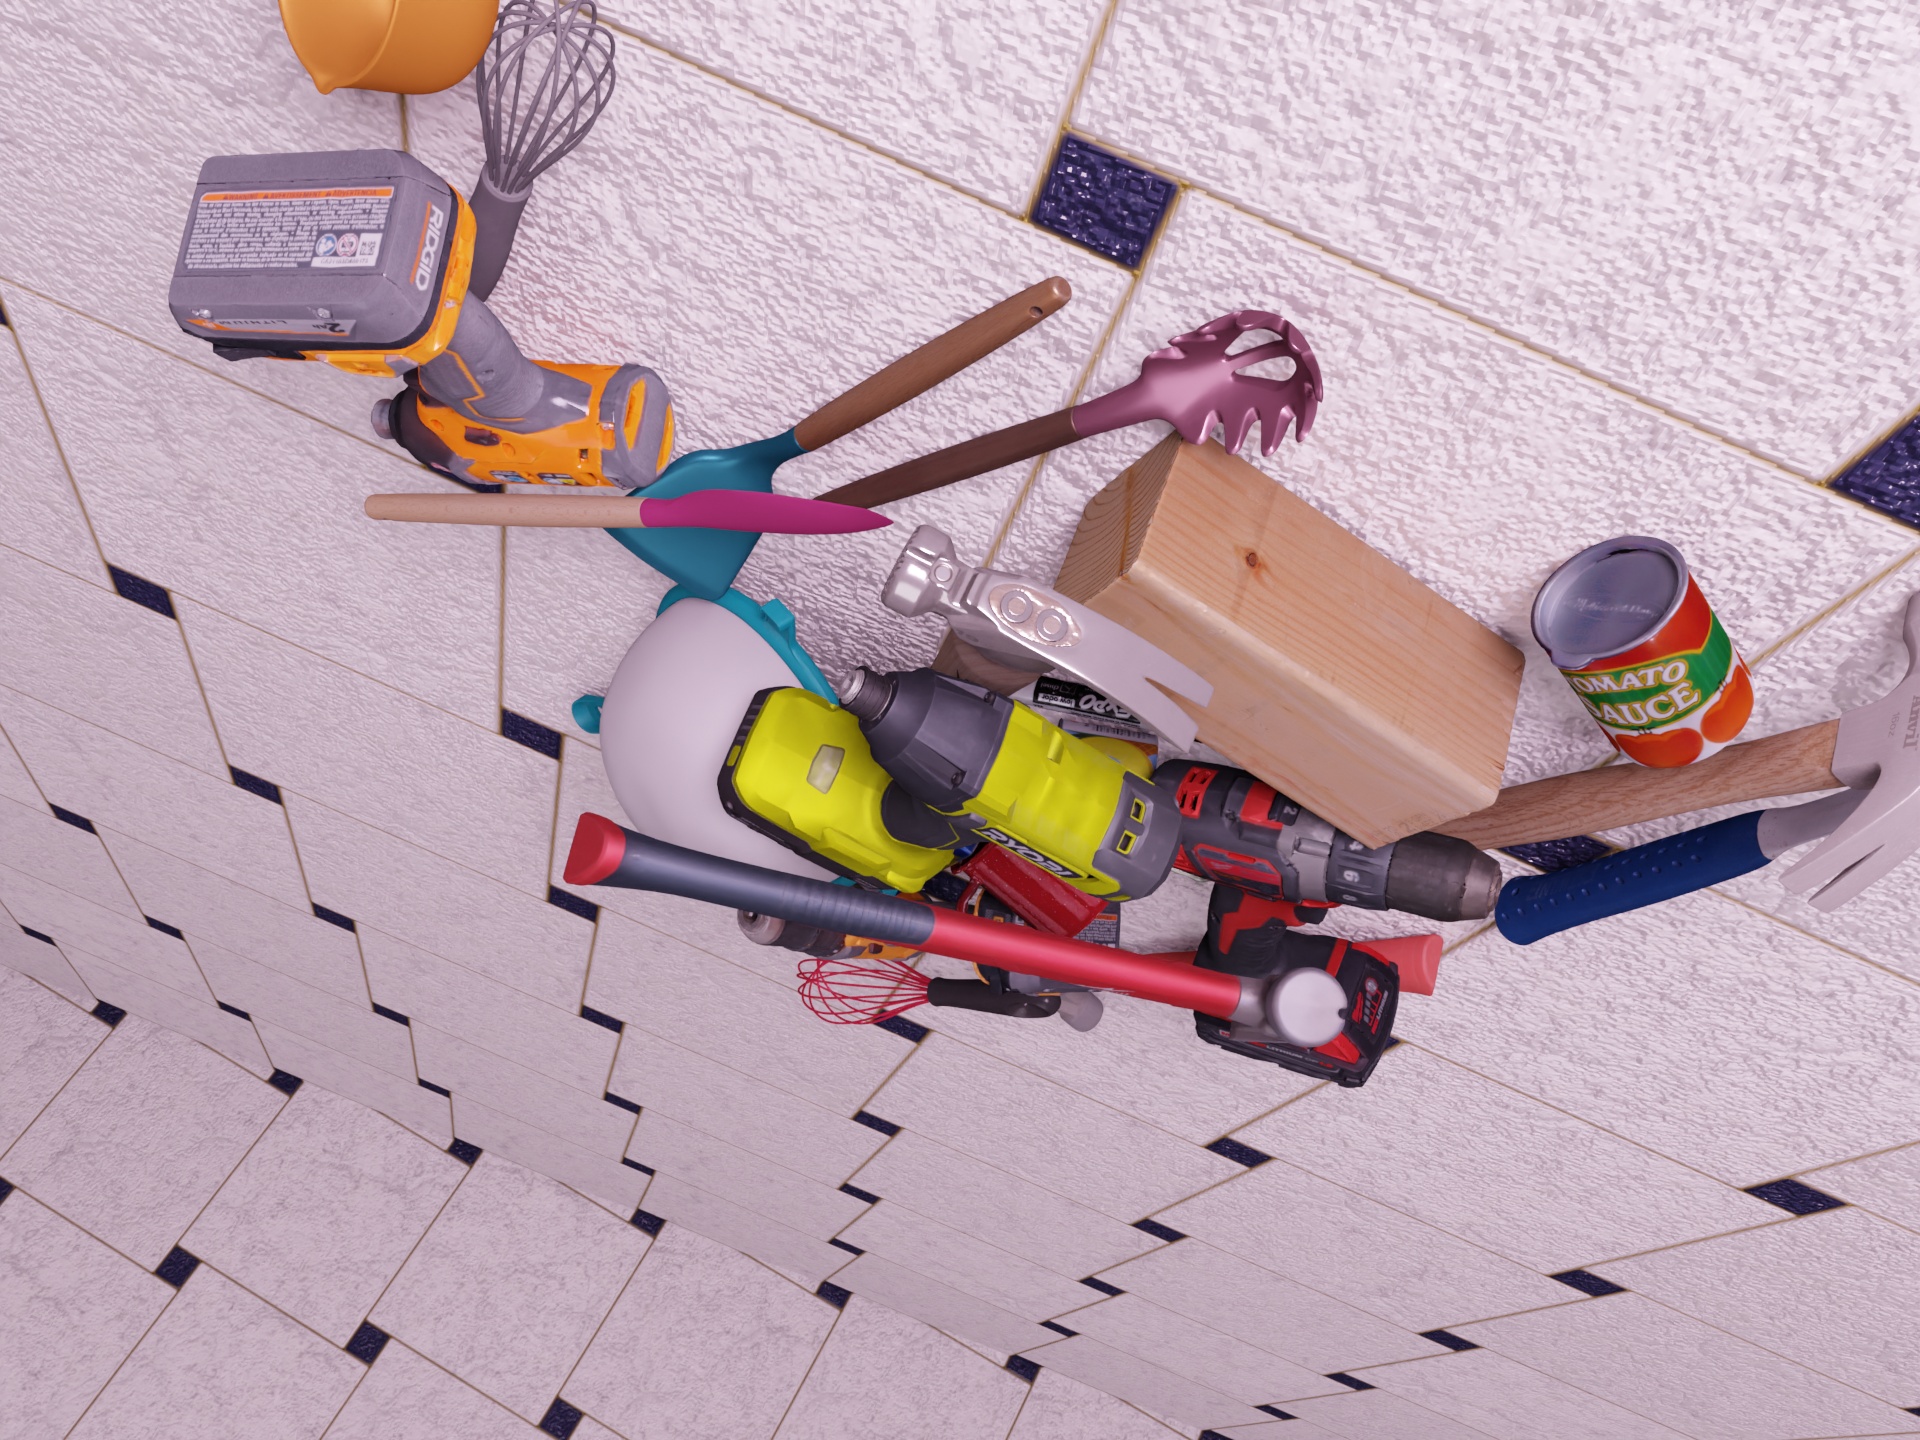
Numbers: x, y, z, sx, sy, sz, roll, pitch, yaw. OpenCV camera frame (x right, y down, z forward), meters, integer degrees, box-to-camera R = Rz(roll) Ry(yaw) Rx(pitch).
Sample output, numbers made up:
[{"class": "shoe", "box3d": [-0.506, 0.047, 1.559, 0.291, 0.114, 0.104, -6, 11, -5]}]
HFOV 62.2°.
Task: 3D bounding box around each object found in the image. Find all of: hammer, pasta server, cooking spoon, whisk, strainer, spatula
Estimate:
[{"class": "hammer", "box3d": [-0.009, 0.110, 0.820, 0.386, 0.038, 0.143, 13, 168, -4]}, {"class": "hammer", "box3d": [0.380, 0.054, 0.733, 0.035, 0.144, 0.405, 27, 156, -8]}, {"class": "pasta server", "box3d": [0.032, -0.127, 0.734, 0.316, 0.040, 0.060, -10, 123, 44]}, {"class": "cooking spoon", "box3d": [-0.182, -0.107, 0.818, 0.319, 0.017, 0.068, 5, 177, 24]}, {"class": "whisk", "box3d": [-0.032, 0.217, 1.279, 0.296, 0.073, 0.073, -5, 141, 45]}, {"class": "hammer", "box3d": [0.318, 0.037, 0.759, 0.031, 0.130, 0.331, 30, 157, -17]}, {"class": "strainer", "box3d": [-0.190, 0.024, 0.997, 0.340, 0.095, 0.210, 7, 123, 50]}, {"class": "whisk", "box3d": [-0.201, -0.241, 0.700, 0.055, 0.055, 0.239, 32, 153, -17]}, {"class": "spatula", "box3d": [-0.062, -0.137, 0.773, 0.082, 0.044, 0.317, 36, 146, -29]}, {"class": "hammer", "box3d": [0.170, 0.172, 1.126, 0.359, 0.037, 0.149, -12, 136, 44]}, {"class": "hammer", "box3d": [-0.001, -0.003, 0.847, 0.146, 0.038, 0.410, 28, 166, -7]}]

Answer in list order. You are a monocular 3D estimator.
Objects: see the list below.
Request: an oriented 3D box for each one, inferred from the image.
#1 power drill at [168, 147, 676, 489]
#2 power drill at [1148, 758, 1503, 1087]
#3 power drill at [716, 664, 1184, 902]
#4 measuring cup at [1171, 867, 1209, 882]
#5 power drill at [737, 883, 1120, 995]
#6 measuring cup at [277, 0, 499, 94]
[{"class": "power drill", "box3d": [-0.255, -0.172, 0.746, 0.164, 0.084, 0.226, 4, 168, 18]}, {"class": "power drill", "box3d": [0.203, 0.116, 0.891, 0.188, 0.080, 0.226, 13, 146, 26]}, {"class": "power drill", "box3d": [-0.022, 0.028, 0.771, 0.171, 0.080, 0.223, 30, 162, -25]}, {"class": "measuring cup", "box3d": [0.186, 0.067, 0.947, 0.167, 0.038, 0.083, 7, 147, 21]}, {"class": "power drill", "box3d": [-0.026, 0.142, 1.107, 0.226, 0.084, 0.185, 0, 172, 35]}, {"class": "measuring cup", "box3d": [-0.243, -0.302, 0.622, 0.174, 0.052, 0.095, 34, 120, 32]}]
